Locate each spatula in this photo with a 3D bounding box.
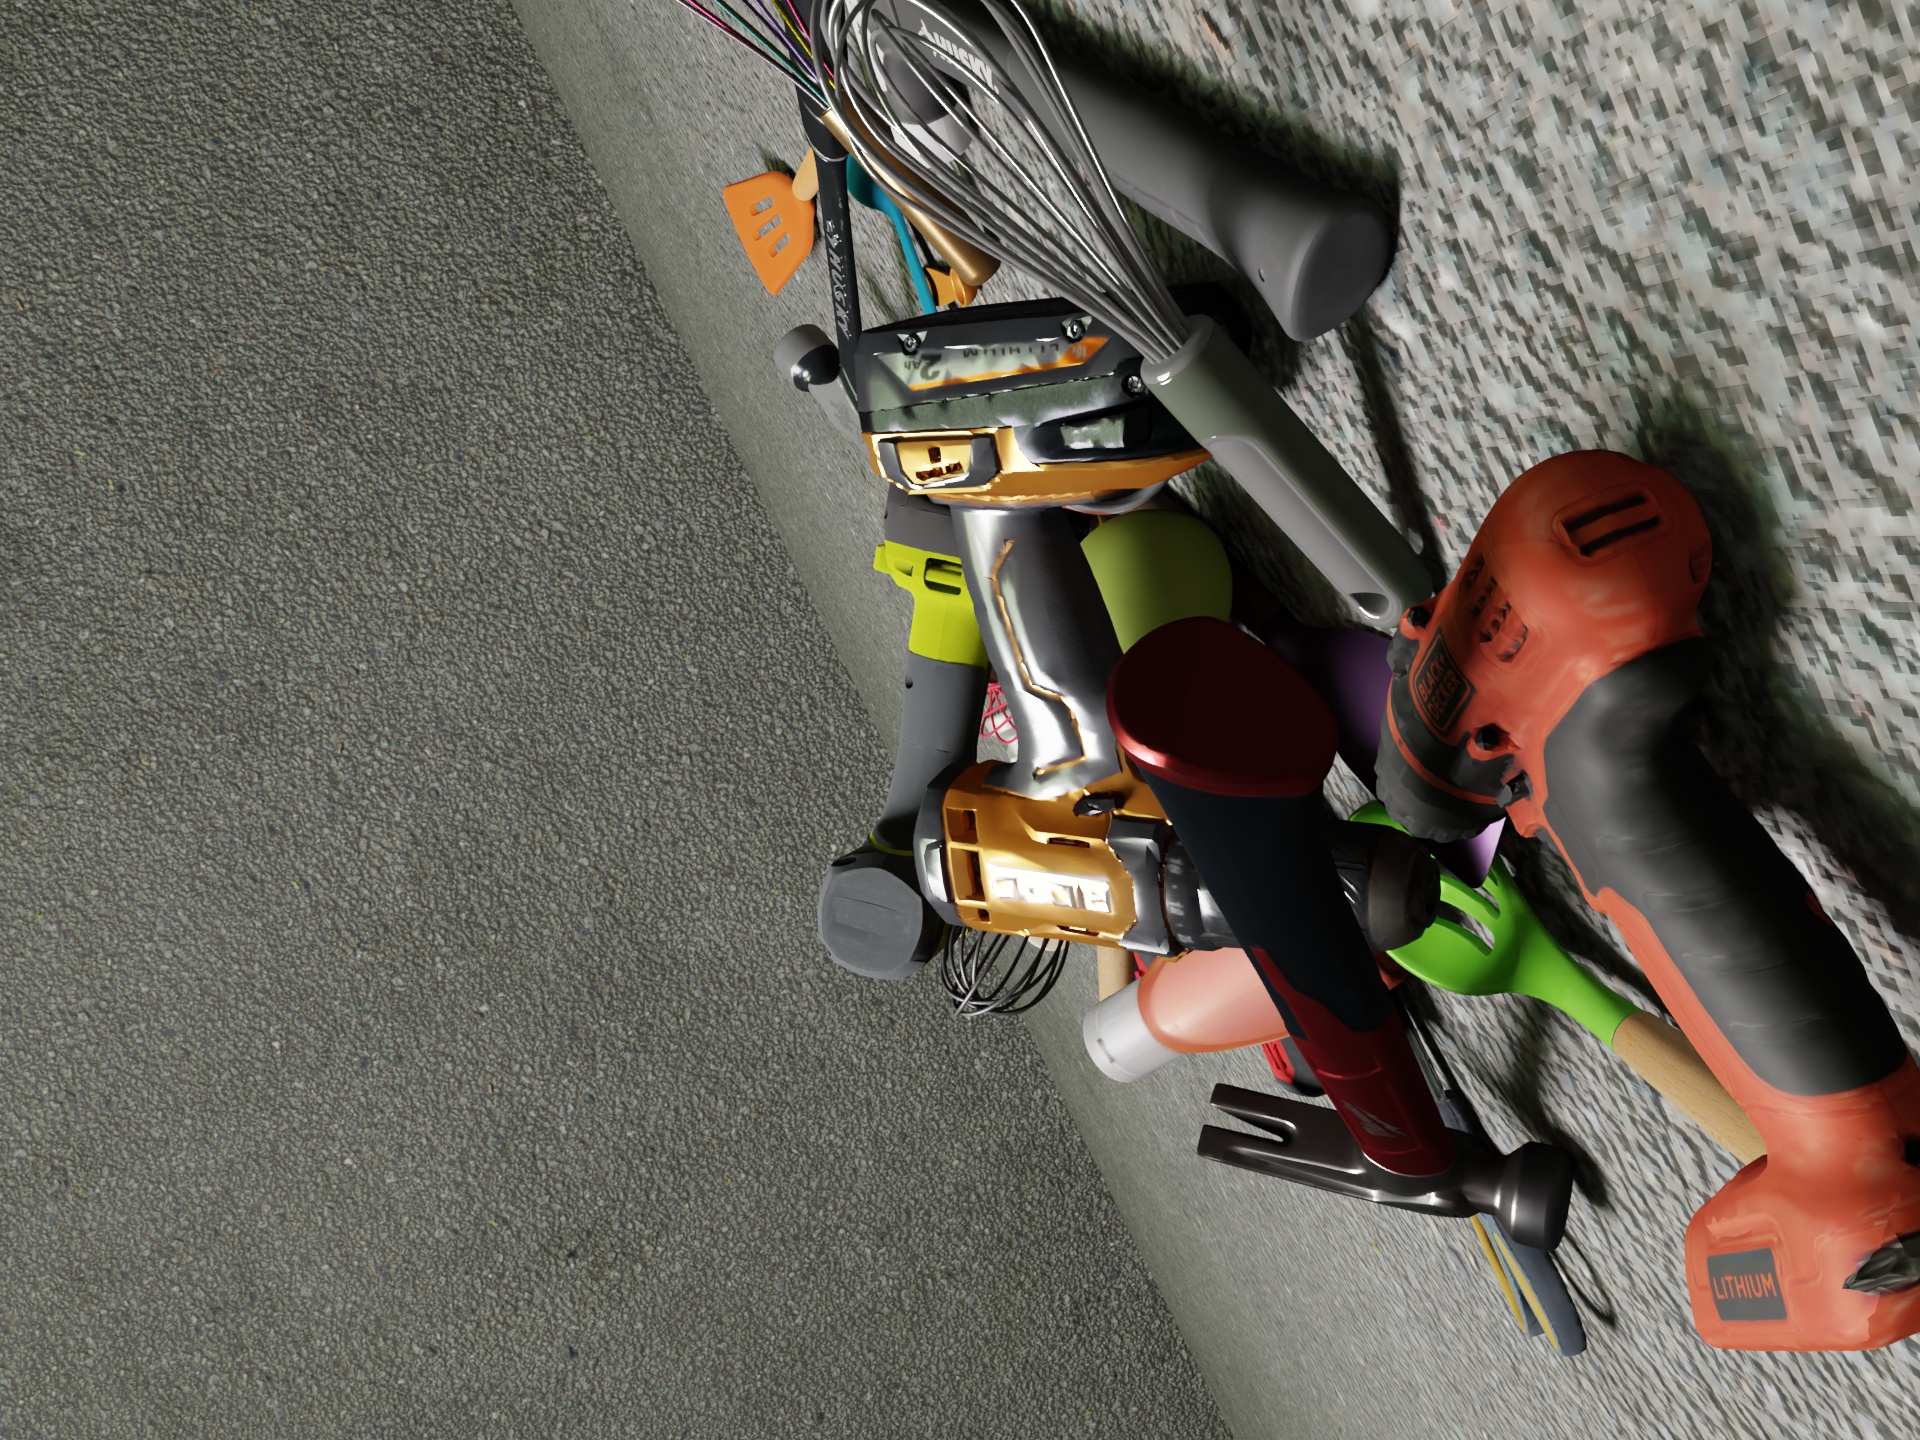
[{"bbox_3d":[0.107,-0.050,0.605,0.316,0.018,0.059,-125,31,-50],"label":"spatula"},{"bbox_3d":[-0.101,-0.328,0.977,0.081,0.041,0.323,65,172,-12],"label":"spatula"}]

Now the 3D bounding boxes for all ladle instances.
[{"bbox_3d":[0.077,0.047,0.691,0.319,0.062,0.078,84,160,-44],"label":"ladle"}]

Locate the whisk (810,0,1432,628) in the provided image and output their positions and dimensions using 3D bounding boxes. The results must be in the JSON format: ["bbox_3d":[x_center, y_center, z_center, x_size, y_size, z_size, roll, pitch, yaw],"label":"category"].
[{"bbox_3d":[0.052,-0.104,0.424,0.246,0.059,0.058,41,157,-26],"label":"whisk"}]

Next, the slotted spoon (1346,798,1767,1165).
[{"bbox_3d":[0.206,0.103,0.443,0.314,0.031,0.070,-133,35,-58],"label":"slotted spoon"}]

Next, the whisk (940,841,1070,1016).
[{"bbox_3d":[0.050,0.051,0.761,0.055,0.239,0.055,16,135,16],"label":"whisk"}]

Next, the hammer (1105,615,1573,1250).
[{"bbox_3d":[0.099,0.085,0.485,0.143,0.038,0.385,7,154,28],"label":"hammer"}]

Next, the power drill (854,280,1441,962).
[{"bbox_3d":[0.061,-0.024,0.528,0.185,0.084,0.226,4,112,33],"label":"power drill"}]

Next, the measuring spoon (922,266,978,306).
[{"bbox_3d":[-0.007,-0.225,0.821,0.117,0.011,0.021,-128,18,-71],"label":"measuring spoon"}]

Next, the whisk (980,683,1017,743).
[{"bbox_3d":[0.051,-0.026,0.944,0.073,0.073,0.296,63,168,-2],"label":"whisk"}]

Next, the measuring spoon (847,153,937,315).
[{"bbox_3d":[-0.036,-0.246,0.837,0.042,0.021,0.128,-168,57,-83],"label":"measuring spoon"}]

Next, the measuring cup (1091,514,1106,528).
[{"bbox_3d":[0.079,-0.083,0.709,0.062,0.029,0.157,71,180,-53],"label":"measuring cup"}]

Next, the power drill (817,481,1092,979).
[{"bbox_3d":[-0.001,-0.002,0.767,0.171,0.080,0.223,-22,-55,-73],"label":"power drill"}]

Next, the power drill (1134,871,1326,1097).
[{"bbox_3d":[0.125,0.090,0.756,0.219,0.078,0.143,164,86,-79],"label":"power drill"}]

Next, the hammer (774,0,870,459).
[{"bbox_3d":[-0.063,-0.272,0.789,0.149,0.036,0.408,51,163,25],"label":"hammer"}]

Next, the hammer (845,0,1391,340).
[{"bbox_3d":[0.030,-0.208,0.515,0.335,0.035,0.146,55,170,47],"label":"hammer"}]

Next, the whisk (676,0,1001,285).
[{"bbox_3d":[-0.069,-0.281,0.678,0.244,0.047,0.051,44,-140,-23],"label":"whisk"}]

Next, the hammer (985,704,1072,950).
[{"bbox_3d":[0.059,0.081,1.014,0.146,0.038,0.411,62,-174,-6],"label":"hammer"}]
